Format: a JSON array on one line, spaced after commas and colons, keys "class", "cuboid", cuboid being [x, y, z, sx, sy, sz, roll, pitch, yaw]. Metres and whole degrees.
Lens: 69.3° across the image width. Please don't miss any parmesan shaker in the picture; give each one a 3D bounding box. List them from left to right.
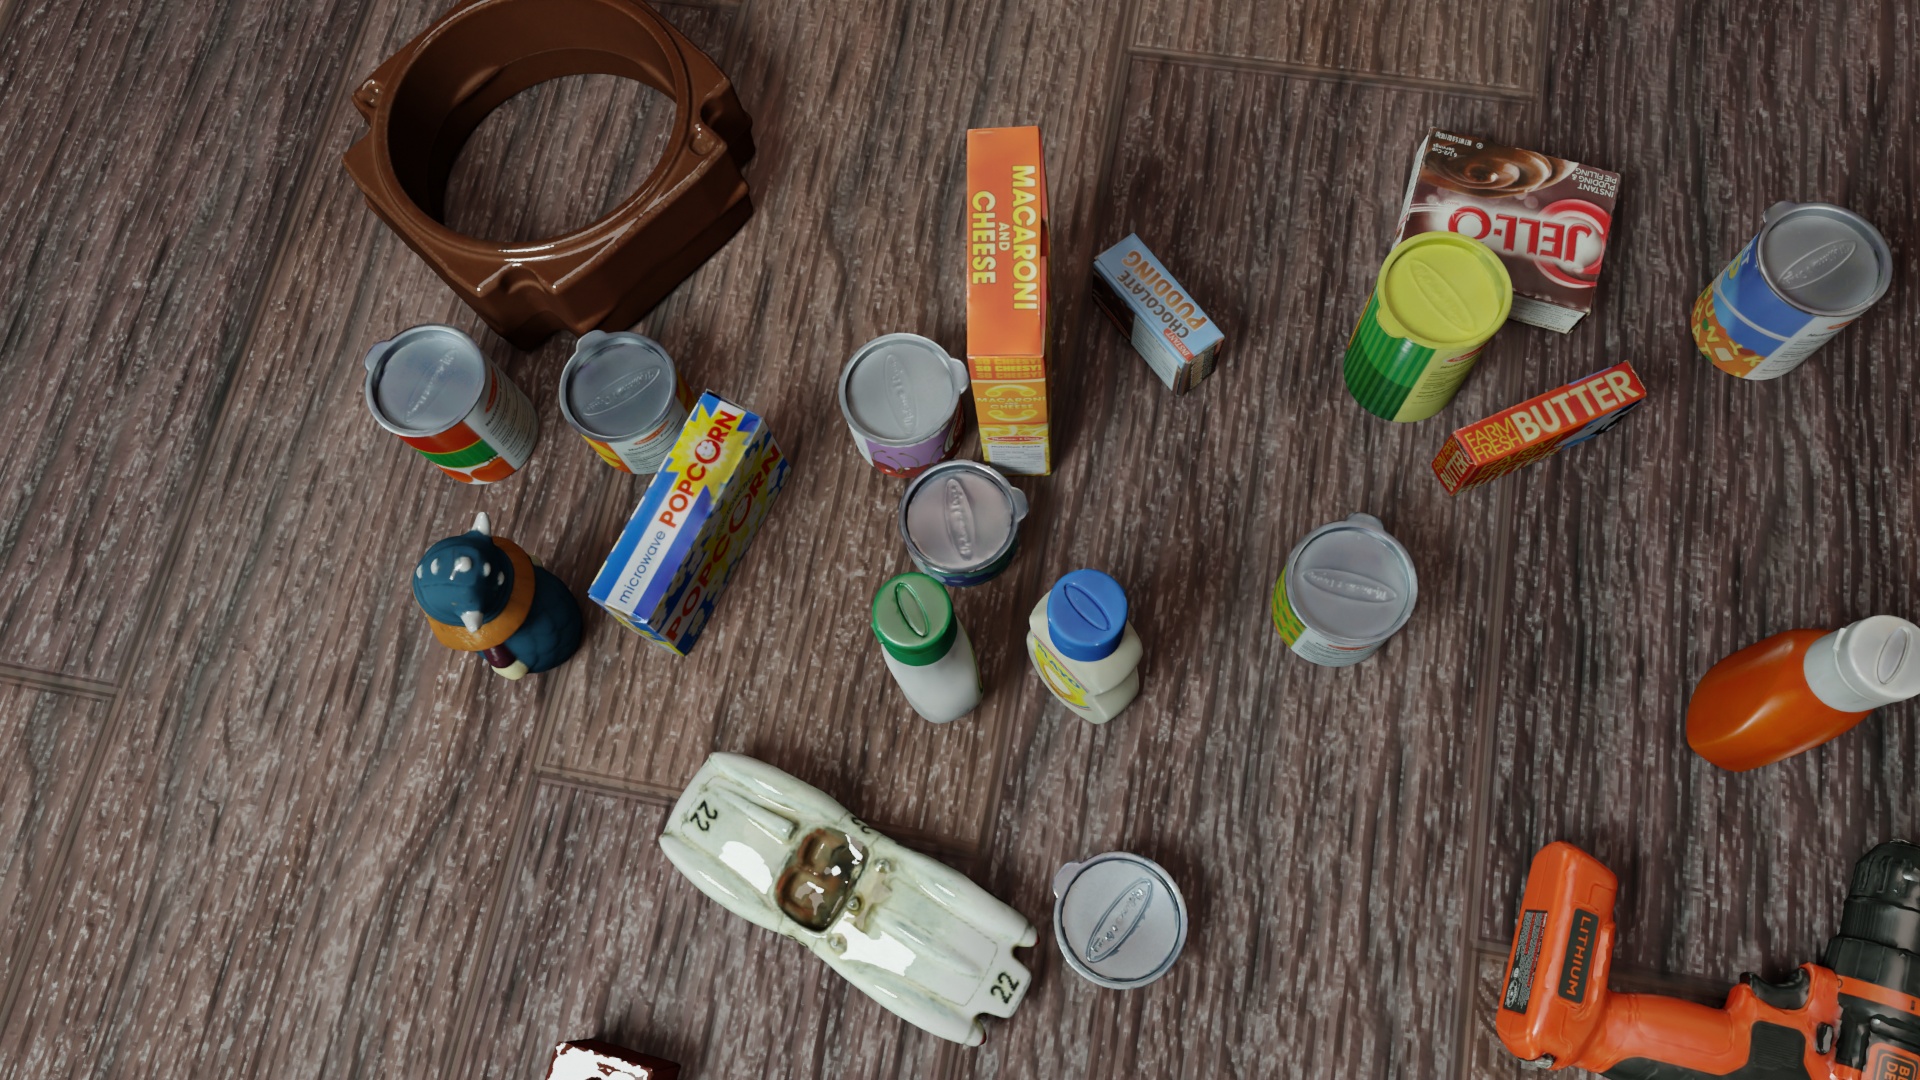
[{"class": "parmesan shaker", "cuboid": [0.245, -0.110, 0.746, 0.071, 0.103, 0.071, -1, 73, 4]}]

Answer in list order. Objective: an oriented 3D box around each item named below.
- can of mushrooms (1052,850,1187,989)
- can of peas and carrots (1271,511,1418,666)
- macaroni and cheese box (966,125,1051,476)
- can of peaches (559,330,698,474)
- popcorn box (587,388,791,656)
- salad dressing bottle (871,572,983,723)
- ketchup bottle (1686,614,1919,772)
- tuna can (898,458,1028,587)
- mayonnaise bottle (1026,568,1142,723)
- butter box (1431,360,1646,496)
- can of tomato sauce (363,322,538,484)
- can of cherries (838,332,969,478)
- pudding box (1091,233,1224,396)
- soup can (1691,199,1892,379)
[{"class": "can of mushrooms", "cuboid": [0.078, 0.190, 0.701, 0.071, 0.033, 0.071, -1, 73, 4]}, {"class": "can of peas and carrots", "cuboid": [0.200, 0.027, 0.730, 0.071, 0.058, 0.071, -1, 73, 4]}, {"class": "macaroni and cheese box", "cuboid": [0.028, -0.119, 0.731, 0.040, 0.166, 0.124, -1, 73, 4]}, {"class": "can of peaches", "cuboid": [-0.187, -0.079, 0.791, 0.071, 0.058, 0.071, -1, 73, 4]}, {"class": "popcorn box", "cuboid": [-0.143, -0.007, 0.751, 0.038, 0.085, 0.127, 24, 76, 11]}, {"class": "salad dressing bottle", "cuboid": [-0.017, 0.053, 0.690, 0.044, 0.147, 0.064, -26, 73, -4]}, {"class": "ketchup bottle", "cuboid": [0.397, 0.069, 0.655, 0.043, 0.148, 0.065, 29, 77, 12]}, {"class": "tuna can", "cuboid": [0.003, -0.010, 0.769, 0.071, 0.032, 0.071, -1, 73, 4]}, {"class": "mayonnaise bottle", "cuboid": [0.061, 0.050, 0.685, 0.041, 0.147, 0.065, -41, 75, -8]}, {"class": "butter box", "cuboid": [0.311, -0.060, 0.751, 0.103, 0.053, 0.024, -22, 73, -3]}, {"class": "can of tomato sauce", "cuboid": [-0.286, -0.075, 0.783, 0.071, 0.083, 0.071, -1, 73, 4]}, {"class": "can of cherries", "cuboid": [-0.029, -0.074, 0.778, 0.071, 0.058, 0.071, -1, 73, 4]}, {"class": "pudding box", "cuboid": [0.110, -0.128, 0.789, 0.030, 0.049, 0.084, -36, 74, -7]}, {"class": "soup can", "cuboid": [0.443, -0.135, 0.749, 0.071, 0.083, 0.071, -1, 73, 4]}]
